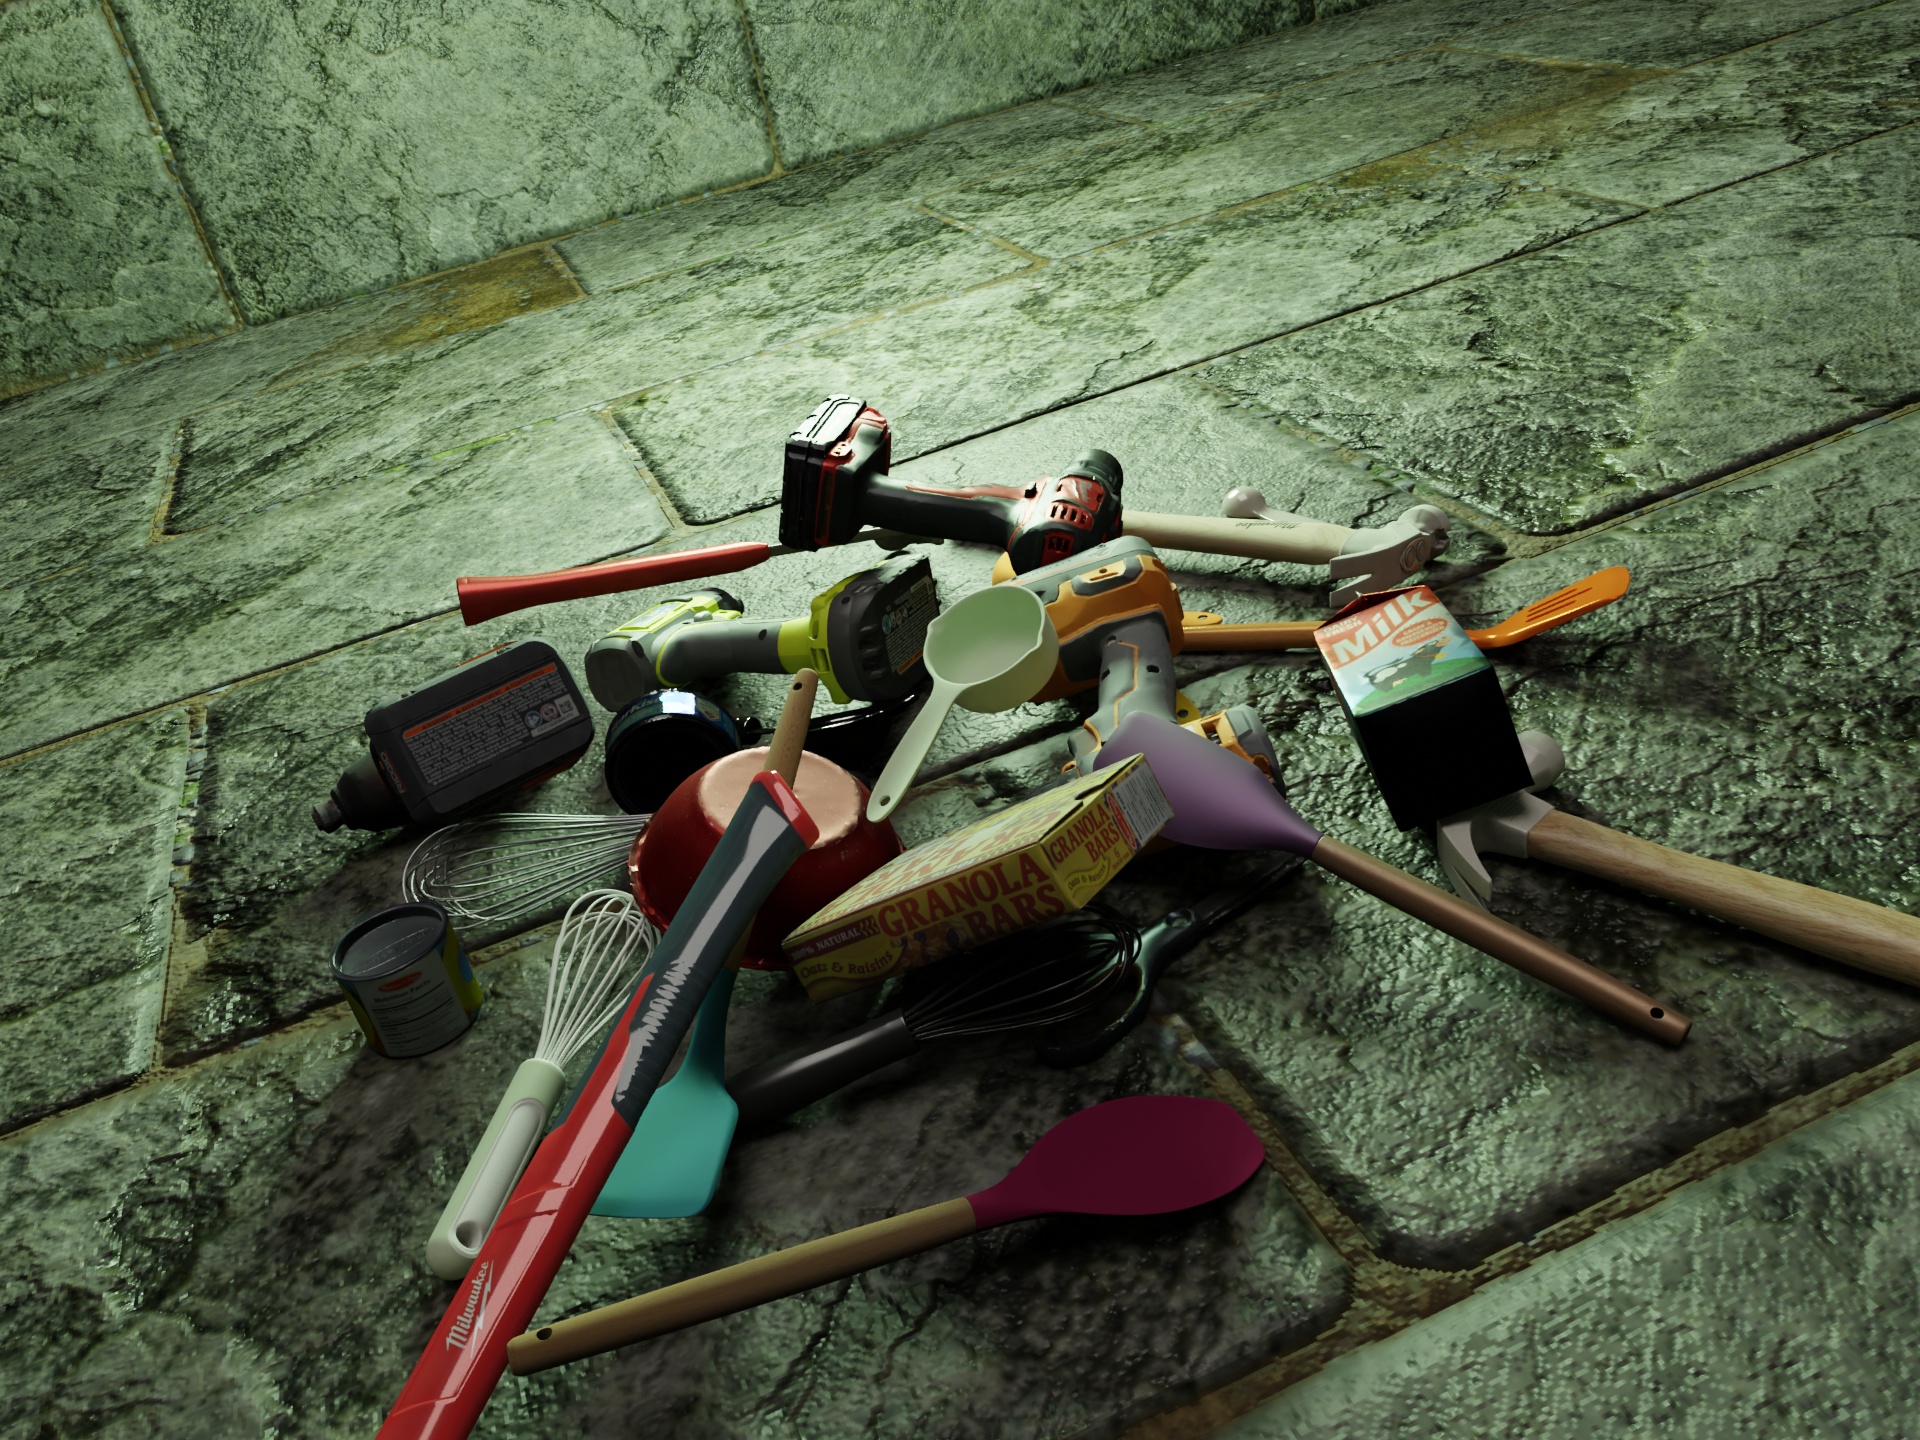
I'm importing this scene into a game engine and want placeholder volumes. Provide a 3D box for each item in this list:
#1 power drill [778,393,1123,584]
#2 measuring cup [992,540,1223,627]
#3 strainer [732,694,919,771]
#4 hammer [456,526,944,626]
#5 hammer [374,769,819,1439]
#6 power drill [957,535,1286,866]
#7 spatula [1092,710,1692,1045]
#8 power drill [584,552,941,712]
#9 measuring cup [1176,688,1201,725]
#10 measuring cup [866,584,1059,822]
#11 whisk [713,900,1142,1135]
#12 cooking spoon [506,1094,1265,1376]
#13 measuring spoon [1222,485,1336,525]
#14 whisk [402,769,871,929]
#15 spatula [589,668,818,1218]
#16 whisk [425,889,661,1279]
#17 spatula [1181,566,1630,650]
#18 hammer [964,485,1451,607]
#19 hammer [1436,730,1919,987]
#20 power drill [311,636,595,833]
[{"bbox_3d":[0.004,-0.161,1.107,0.227,0.080,0.188,13,31,8],"label":"power drill"},{"bbox_3d":[0.101,-0.094,1.117,0.174,0.052,0.095,6,35,33],"label":"measuring cup"},{"bbox_3d":[-0.133,0.009,1.053,0.258,0.050,0.087,0,11,32],"label":"strainer"},{"bbox_3d":[-0.194,-0.119,1.200,0.359,0.036,0.149,-11,7,-13],"label":"hammer"},{"bbox_3d":[-0.173,0.177,0.688,0.143,0.038,0.386,5,51,29],"label":"hammer"},{"bbox_3d":[0.071,0.000,0.938,0.185,0.084,0.226,-20,39,4],"label":"power drill"},{"bbox_3d":[0.195,0.075,0.773,0.316,0.018,0.060,27,74,32],"label":"spatula"},{"bbox_3d":[-0.131,-0.063,1.132,0.223,0.080,0.171,-3,21,24],"label":"power drill"},{"bbox_3d":[0.104,-0.029,1.044,0.062,0.029,0.157,-34,47,-17],"label":"measuring cup"},{"bbox_3d":[-0.001,-0.003,0.902,0.083,0.038,0.168,13,62,39],"label":"measuring cup"},{"bbox_3d":[-0.026,0.146,0.752,0.239,0.055,0.055,-24,30,2],"label":"whisk"},{"bbox_3d":[-0.020,0.207,0.642,0.319,0.017,0.069,-11,31,-21],"label":"cooking spoon"},{"bbox_3d":[0.246,-0.158,1.203,0.034,0.018,0.124,-29,34,-26],"label":"measuring spoon"},{"bbox_3d":[-0.193,0.068,0.963,0.284,0.070,0.070,-13,30,-9],"label":"whisk"},{"bbox_3d":[-0.114,0.096,0.782,0.082,0.044,0.318,-3,53,21],"label":"spatula"},{"bbox_3d":[-0.207,0.173,0.802,0.059,0.057,0.246,-37,21,33],"label":"whisk"},{"bbox_3d":[0.255,-0.065,1.021,0.323,0.041,0.081,-1,18,23],"label":"spatula"},{"bbox_3d":[0.139,-0.139,1.177,0.411,0.038,0.146,12,26,39],"label":"hammer"},{"bbox_3d":[0.372,0.087,0.730,0.130,0.031,0.331,-34,36,-32],"label":"hammer"},{"bbox_3d":[-0.325,0.022,1.002,0.164,0.084,0.226,-29,5,-24],"label":"power drill"}]
